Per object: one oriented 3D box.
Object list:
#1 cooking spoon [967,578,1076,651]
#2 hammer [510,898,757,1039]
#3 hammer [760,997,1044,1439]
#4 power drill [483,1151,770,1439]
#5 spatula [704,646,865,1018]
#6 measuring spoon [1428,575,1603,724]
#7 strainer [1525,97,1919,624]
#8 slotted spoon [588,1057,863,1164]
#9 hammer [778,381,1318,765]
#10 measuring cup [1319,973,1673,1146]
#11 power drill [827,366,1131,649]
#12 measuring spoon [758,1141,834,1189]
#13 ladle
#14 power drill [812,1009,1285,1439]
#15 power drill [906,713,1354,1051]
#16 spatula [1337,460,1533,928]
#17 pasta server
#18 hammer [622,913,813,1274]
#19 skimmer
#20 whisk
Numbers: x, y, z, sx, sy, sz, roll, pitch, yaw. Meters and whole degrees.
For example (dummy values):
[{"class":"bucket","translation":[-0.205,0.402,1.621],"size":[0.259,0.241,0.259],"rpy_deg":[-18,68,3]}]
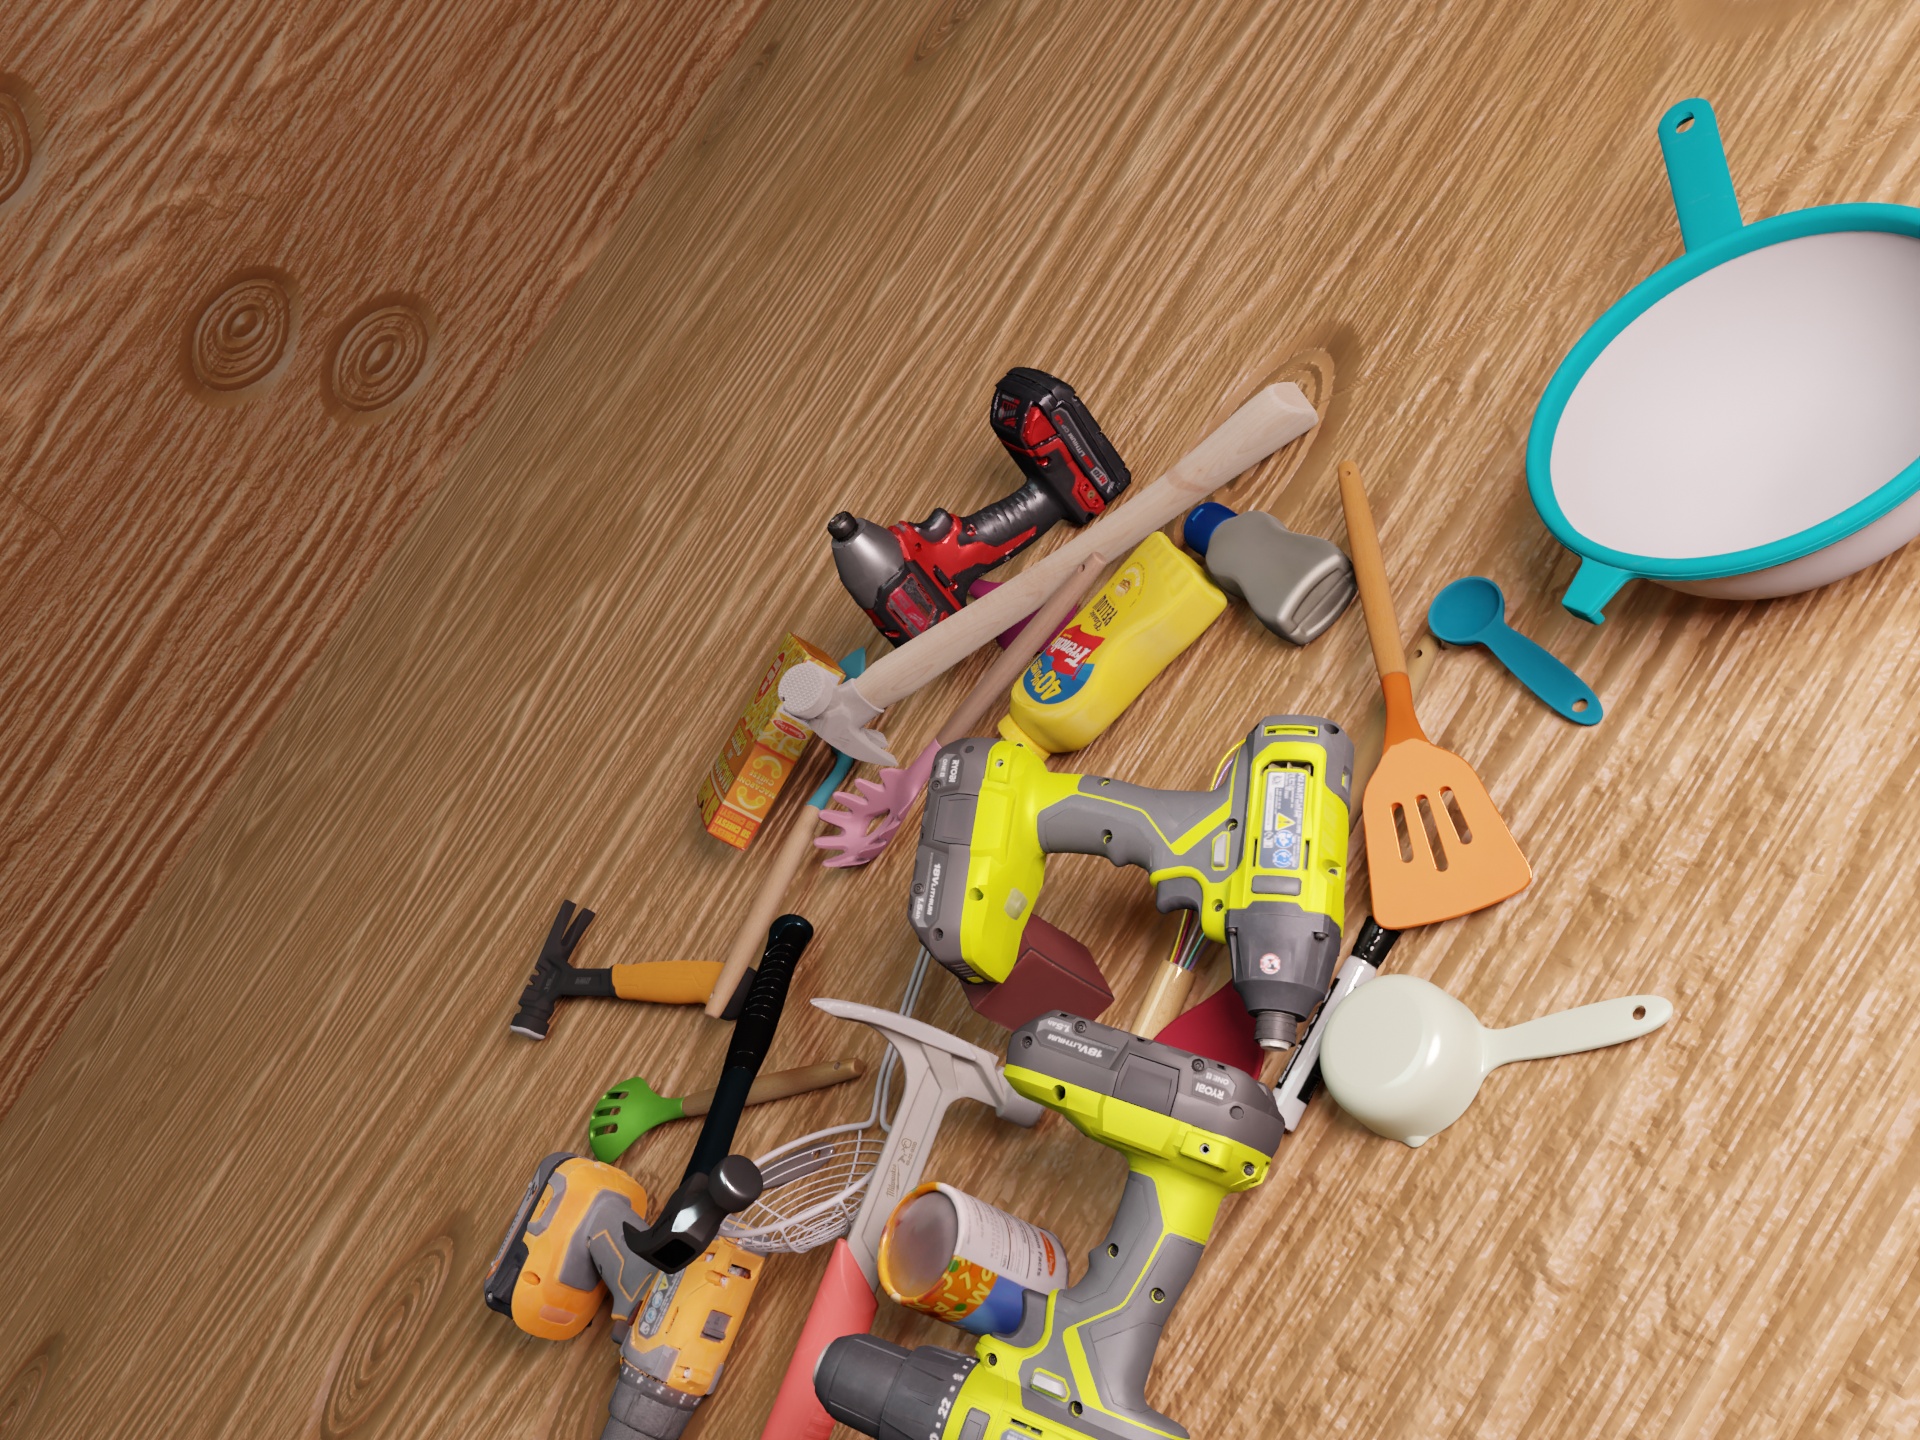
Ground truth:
[{"class":"cooking spoon","translation":[0.000,-0.114,1.297],"size":[0.069,0.017,0.319],"rpy_deg":[-56,33,-2]},{"class":"hammer","translation":[-0.269,0.212,1.331],"size":[0.337,0.034,0.127],"rpy_deg":[-8,55,49]},{"class":"hammer","translation":[-0.080,0.343,0.896],"size":[0.036,0.149,0.359],"rpy_deg":[132,161,-79]},{"class":"power drill","translation":[-0.236,0.402,1.075],"size":[0.226,0.084,0.185],"rpy_deg":[4,65,49]},{"class":"spatula","translation":[-0.135,0.086,1.244],"size":[0.082,0.044,0.318],"rpy_deg":[-31,30,56]},{"class":"measuring spoon","translation":[0.299,-0.032,0.847],"size":[0.042,0.021,0.129],"rpy_deg":[-43,43,9]},{"class":"strainer","translation":[0.394,-0.181,0.786],"size":[0.211,0.095,0.341],"rpy_deg":[-23,42,36]},{"class":"slotted spoon","translation":[-0.183,0.277,1.167],"size":[0.314,0.031,0.070],"rpy_deg":[-22,45,39]},{"class":"hammer","translation":[0.071,-0.101,1.124],"size":[0.410,0.146,0.038],"rpy_deg":[-33,61,11]},{"class":"measuring cup","translation":[0.239,0.144,0.733],"size":[0.167,0.038,0.083],"rpy_deg":[-25,42,41]},{"class":"power drill","translation":[0.007,-0.155,1.189],"size":[0.219,0.143,0.079],"rpy_deg":[-44,33,-4]},{"class":"measuring spoon","translation":[-0.133,0.306,1.082],"size":[0.124,0.018,0.034],"rpy_deg":[-30,40,32]},{"class":"ladle","translation":[0.187,0.086,0.866],"size":[0.069,0.031,0.315],"rpy_deg":[19,74,46]},{"class":"power drill","translation":[0.046,0.263,0.762],"size":[0.191,0.080,0.228],"rpy_deg":[14,74,22]},{"class":"power drill","translation":[0.092,0.084,0.851],"size":[0.223,0.080,0.171],"rpy_deg":[0,66,23]},{"class":"spatula","translation":[0.240,-0.033,0.882],"size":[0.081,0.041,0.323],"rpy_deg":[-22,42,24]},{"class":"pasta server","translation":[-0.002,-0.004,1.139],"size":[0.316,0.040,0.060],"rpy_deg":[-50,46,26]},{"class":"hammer","translation":[-0.145,0.231,1.057],"size":[0.128,0.033,0.331],"rpy_deg":[-46,13,24]},{"class":"skimmer","translation":[-0.055,0.172,1.037],"size":[0.127,0.090,0.363],"rpy_deg":[-12,51,51]},{"class":"whisk","translation":[0.129,0.118,0.898],"size":[0.051,0.047,0.245],"rpy_deg":[14,75,55]}]
